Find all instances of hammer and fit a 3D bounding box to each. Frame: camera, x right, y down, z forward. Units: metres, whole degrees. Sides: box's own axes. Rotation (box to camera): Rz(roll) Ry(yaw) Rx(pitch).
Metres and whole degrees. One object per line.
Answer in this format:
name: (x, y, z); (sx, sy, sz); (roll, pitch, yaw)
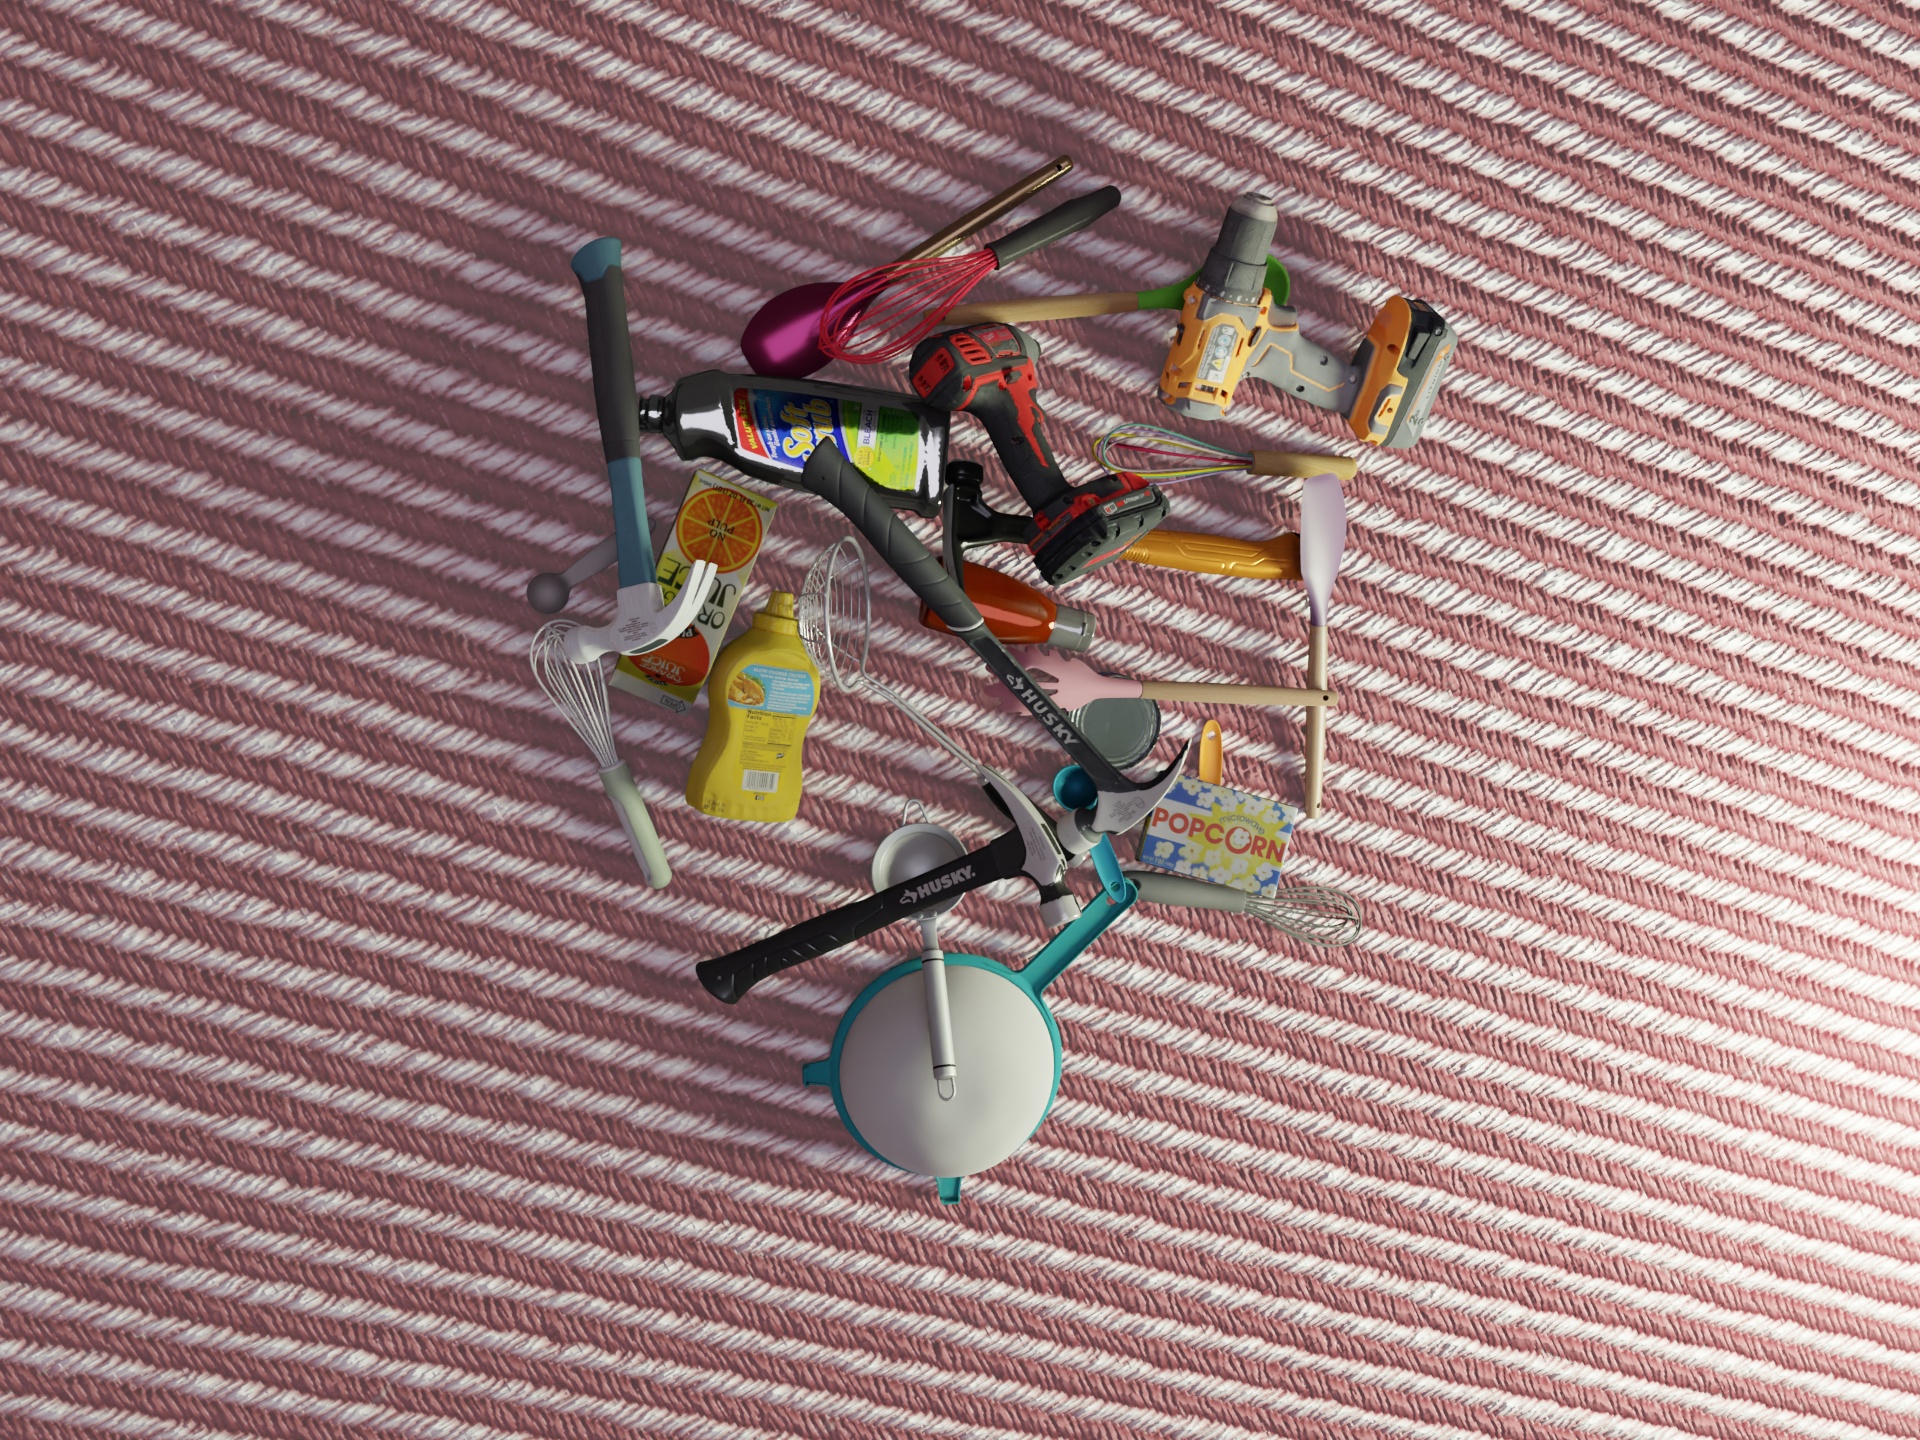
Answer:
hammer: (-0.075, 0.157, 1.338); (0.335, 0.035, 0.146); (-24, 81, 13)
hammer: (0.020, -0.067, 1.286); (0.149, 0.036, 0.408); (-34, 105, 35)
hammer: (-0.269, -0.217, 1.256); (0.128, 0.033, 0.331); (-10, 85, 18)
hammer: (0.148, -0.144, 1.365); (0.336, 0.034, 0.127); (4, 76, -15)

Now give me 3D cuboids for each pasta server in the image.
pasta server: (0.177, -0.027, 1.375); (0.316, 0.040, 0.060); (2, 97, -14)

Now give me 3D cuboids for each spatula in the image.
spatula: (0.319, -0.061, 1.412); (0.059, 0.018, 0.315); (-14, 111, -34)

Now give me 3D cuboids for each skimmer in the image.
skimmer: (-0.002, -0.004, 1.347); (0.363, 0.127, 0.090); (41, 124, -19)

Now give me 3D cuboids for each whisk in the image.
whisk: (0.253, 0.167, 1.446); (0.239, 0.055, 0.055); (10, 97, -7)
whisk: (0.009, -0.372, 1.304); (0.296, 0.073, 0.073); (-31, 103, -14)
whisk: (0.231, -0.229, 1.383); (0.245, 0.047, 0.051); (1, 111, -15)
whisk: (-0.295, 0.031, 1.326); (0.059, 0.058, 0.246); (-29, 108, -30)

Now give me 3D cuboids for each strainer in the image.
strainer: (0.038, 0.272, 1.387); (0.211, 0.095, 0.340); (44, 93, -13)
strainer: (-0.026, 0.195, 1.358); (0.087, 0.050, 0.259); (-8, 68, 1)

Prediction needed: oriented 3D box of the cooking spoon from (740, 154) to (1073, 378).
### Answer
cooking spoon: (-0.041, -0.381, 1.321); (0.319, 0.017, 0.068); (-33, 104, -3)

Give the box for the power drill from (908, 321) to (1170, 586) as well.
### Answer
power drill: (0.064, -0.228, 1.290); (0.078, 0.143, 0.220); (-40, 82, 41)

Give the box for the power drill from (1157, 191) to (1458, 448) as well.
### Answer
power drill: (0.295, -0.331, 1.335); (0.226, 0.084, 0.185); (9, 120, -10)

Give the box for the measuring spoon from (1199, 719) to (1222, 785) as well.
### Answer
measuring spoon: (0.226, 0.057, 1.441); (0.021, 0.011, 0.117); (1, 95, 0)

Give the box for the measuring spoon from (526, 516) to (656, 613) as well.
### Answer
measuring spoon: (-0.304, -0.130, 1.312); (0.124, 0.018, 0.034); (-35, 103, -4)

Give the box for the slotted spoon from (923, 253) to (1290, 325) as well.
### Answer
slotted spoon: (0.124, -0.356, 1.350); (0.313, 0.031, 0.070); (-7, 115, -7)

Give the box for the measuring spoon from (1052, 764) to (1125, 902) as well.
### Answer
measuring spoon: (0.116, 0.101, 1.407); (0.042, 0.021, 0.129); (-20, 85, -9)
